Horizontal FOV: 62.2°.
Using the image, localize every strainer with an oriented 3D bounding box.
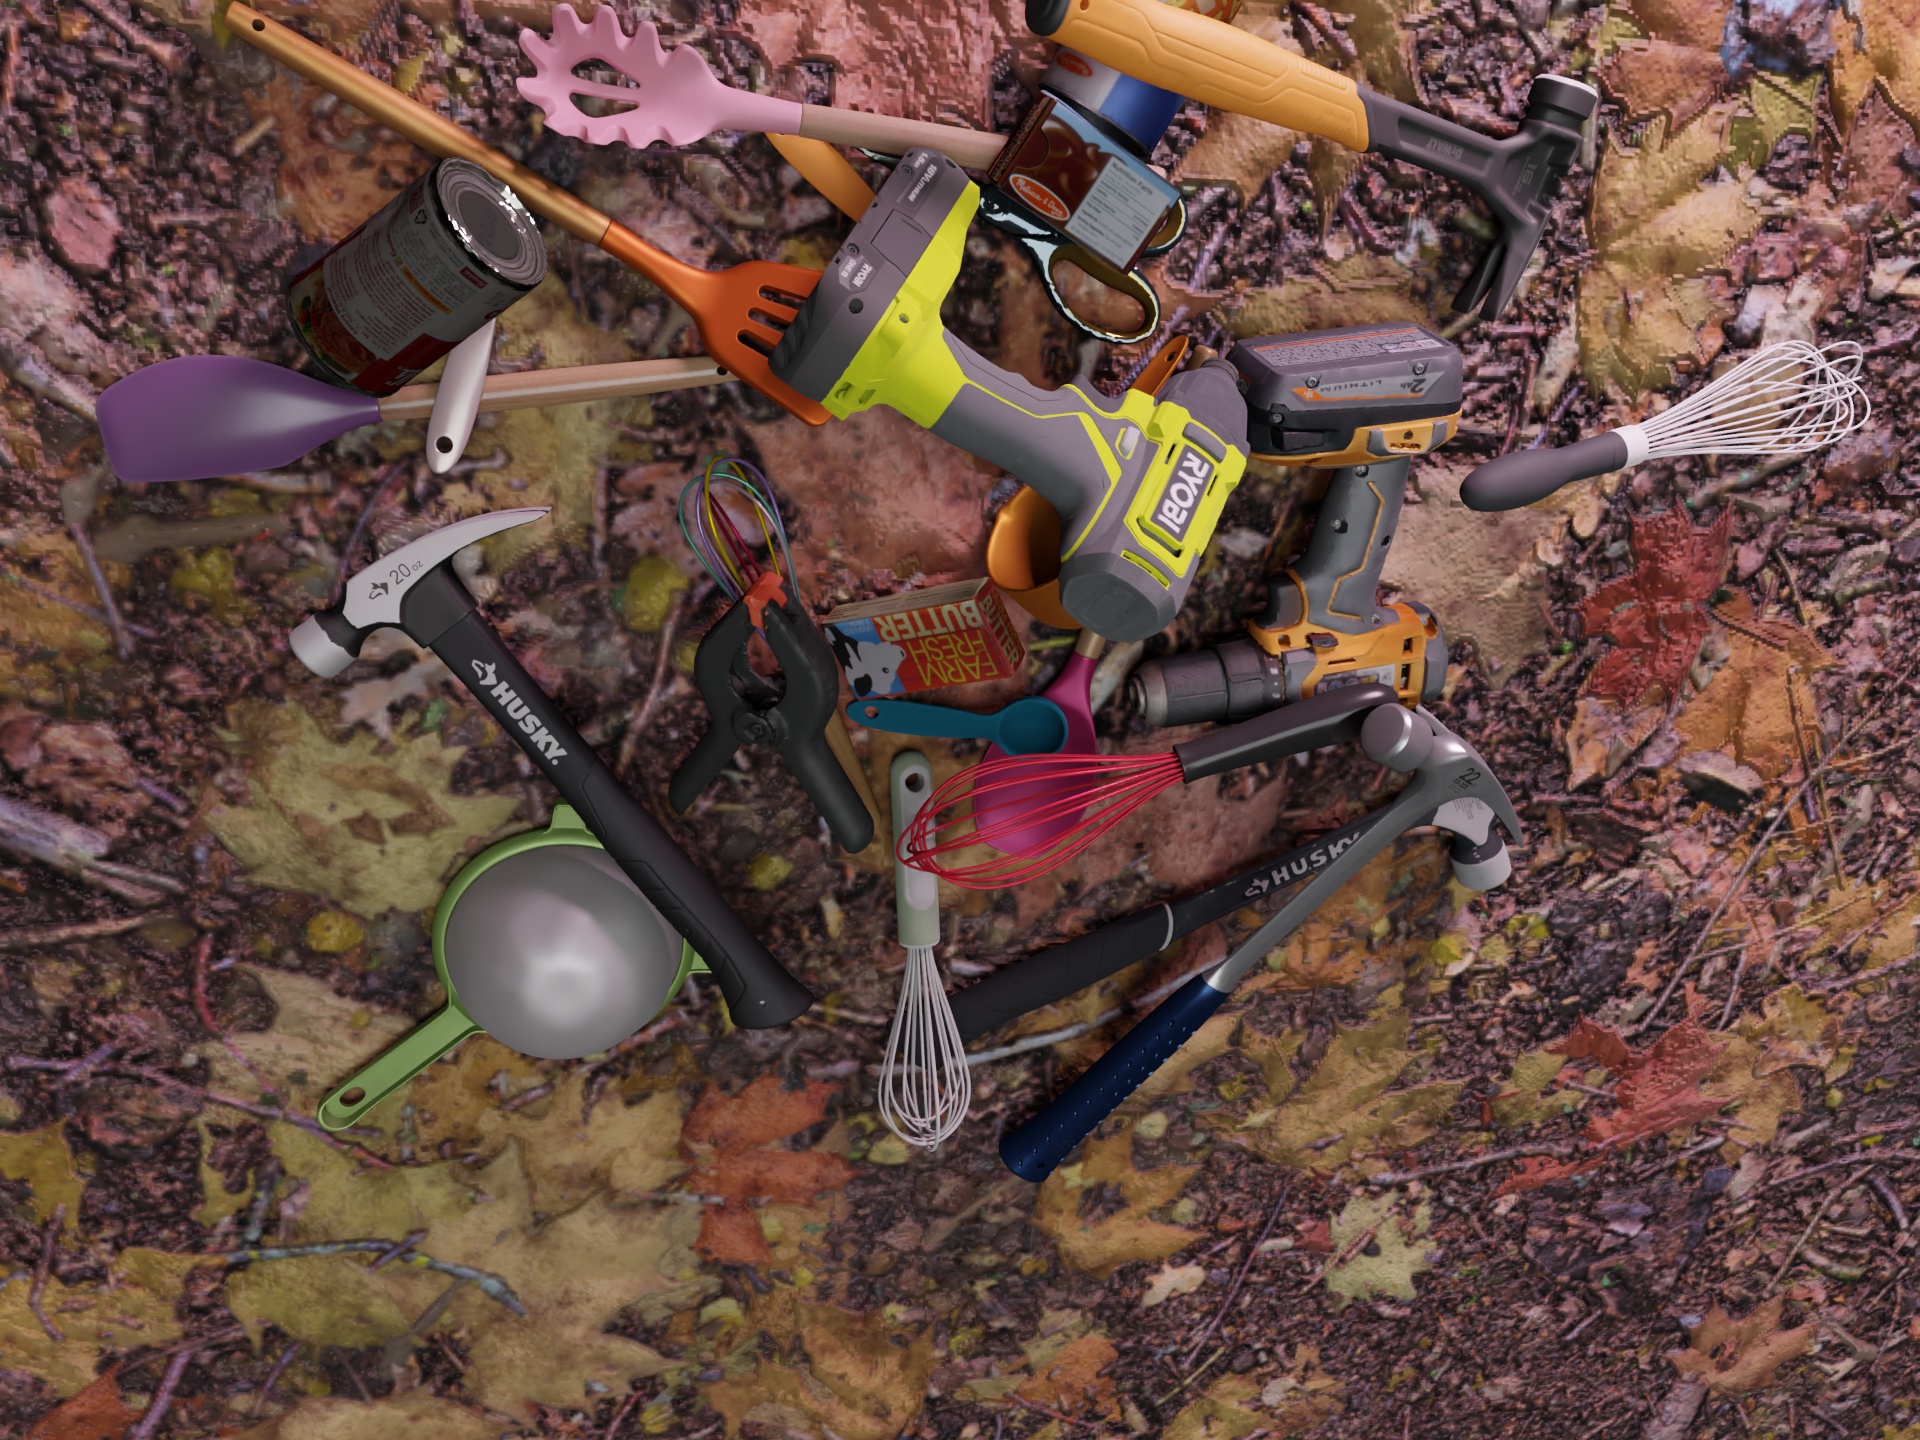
[{"bbox_3d":[-0.269,0.172,0.914,0.256,0.069,0.151,-36,116,3],"label":"strainer"}]

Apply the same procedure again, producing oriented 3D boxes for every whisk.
[{"bbox_3d":[-0.094,-0.033,0.878,0.051,0.047,0.244,-22,120,-3],"label":"whisk"},{"bbox_3d":[0.105,0.031,0.896,0.296,0.073,0.073,-17,116,0],"label":"whisk"},{"bbox_3d":[0.398,-0.162,0.892,0.284,0.070,0.070,-17,117,-18],"label":"whisk"},{"bbox_3d":[-0.024,0.139,0.947,0.057,0.059,0.246,-5,100,-16],"label":"whisk"}]

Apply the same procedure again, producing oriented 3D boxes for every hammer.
[{"bbox_3d":[0.173,-0.293,0.776,0.336,0.034,0.127,6,114,-32],"label":"hammer"},{"bbox_3d":[-0.191,0.038,0.859,0.146,0.035,0.334,-37,105,5],"label":"hammer"},{"bbox_3d":[0.144,0.118,1.002,0.409,0.036,0.149,-24,115,-1],"label":"hammer"},{"bbox_3d":[0.170,0.157,0.979,0.144,0.035,0.405,25,119,-34],"label":"hammer"}]

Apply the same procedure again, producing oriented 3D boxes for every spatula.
[{"bbox_3d":[-0.191,-0.249,0.761,0.322,0.041,0.081,27,83,-20],"label":"spatula"},{"bbox_3d":[-0.264,-0.163,0.796,0.316,0.018,0.059,-7,111,-8],"label":"spatula"}]

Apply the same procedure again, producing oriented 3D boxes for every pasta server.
[{"bbox_3d":[-0.050,-0.286,0.768,0.316,0.040,0.060,5,99,-12],"label":"pasta server"}]

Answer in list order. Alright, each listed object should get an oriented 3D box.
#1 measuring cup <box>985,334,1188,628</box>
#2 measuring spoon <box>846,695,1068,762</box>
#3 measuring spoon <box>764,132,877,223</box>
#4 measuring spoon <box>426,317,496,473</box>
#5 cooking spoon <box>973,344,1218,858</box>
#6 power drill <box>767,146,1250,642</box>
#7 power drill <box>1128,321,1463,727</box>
[{"bbox_3d":[0.086,-0.127,0.865,0.052,0.095,0.173,40,80,-36],"label":"measuring cup"},{"bbox_3d":[-0.001,-0.003,0.920,0.128,0.021,0.042,6,119,3],"label":"measuring spoon"},{"bbox_3d":[-0.057,-0.266,0.798,0.116,0.011,0.021,40,100,-24],"label":"measuring spoon"},{"bbox_3d":[-0.240,-0.180,0.778,0.034,0.018,0.124,16,96,-11],"label":"measuring spoon"},{"bbox_3d":[0.082,-0.062,0.916,0.068,0.017,0.318,20,109,-3],"label":"cooking spoon"},{"bbox_3d":[0.036,-0.163,0.771,0.223,0.080,0.171,34,58,-12],"label":"power drill"},{"bbox_3d":[0.185,-0.096,0.893,0.185,0.084,0.226,-9,120,-8],"label":"power drill"}]
